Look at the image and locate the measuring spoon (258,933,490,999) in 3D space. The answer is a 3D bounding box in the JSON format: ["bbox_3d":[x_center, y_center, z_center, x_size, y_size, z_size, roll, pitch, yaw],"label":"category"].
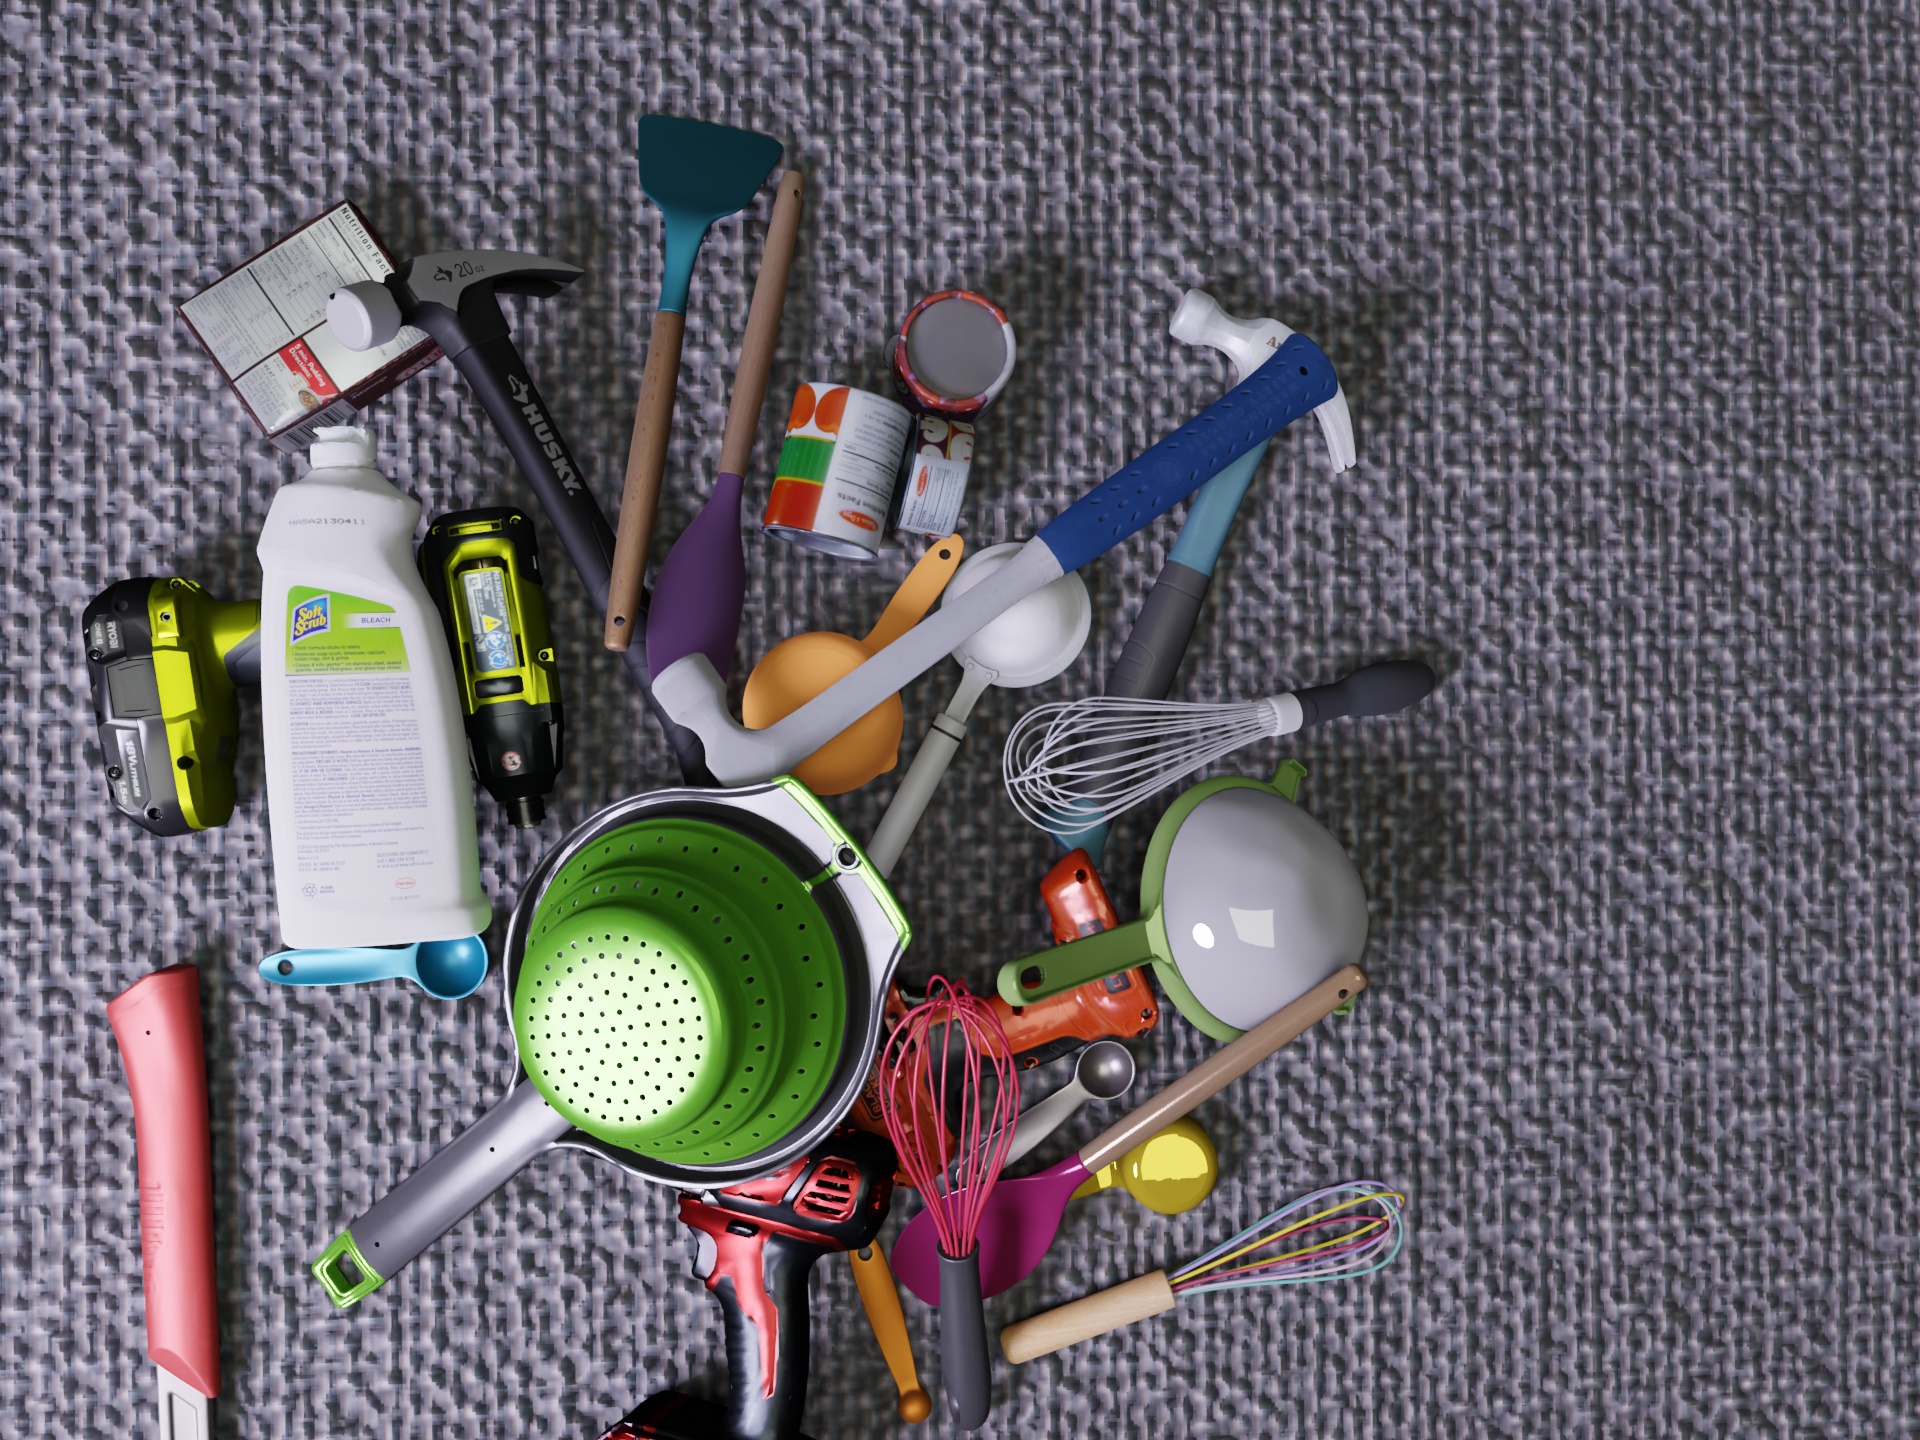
[{"bbox_3d":[-0.320,0.133,0.877,0.128,0.021,0.042,-3,89,3],"label":"measuring spoon"}]

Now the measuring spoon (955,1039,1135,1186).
[{"bbox_3d":[0.047,0.226,0.914,0.124,0.018,0.034,-38,95,1],"label":"measuring spoon"}]

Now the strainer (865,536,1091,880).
[{"bbox_3d":[-0.001,-0.003,0.900,0.087,0.050,0.258,28,89,11],"label":"strainer"}]

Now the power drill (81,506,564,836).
[{"bbox_3d":[-0.328,-0.014,0.847,0.223,0.080,0.171,-9,90,-9],"label":"power drill"}]

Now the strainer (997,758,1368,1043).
[{"bbox_3d":[0.134,0.108,0.835,0.256,0.069,0.151,-10,87,-39],"label":"strainer"}]

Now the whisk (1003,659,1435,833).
[{"bbox_3d":[0.151,0.004,0.883,0.284,0.070,0.070,-13,90,-23],"label":"whisk"}]

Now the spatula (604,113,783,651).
[{"bbox_3d":[-0.158,-0.190,0.860,0.082,0.044,0.317,9,80,-8],"label":"spatula"}]

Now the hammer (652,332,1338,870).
[{"bbox_3d":[0.042,-0.077,0.854,0.405,0.035,0.144,-36,86,-11],"label":"hammer"}]

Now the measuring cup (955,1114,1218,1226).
[{"bbox_3d":[0.072,0.265,0.904,0.156,0.029,0.062,-13,90,-8],"label":"measuring cup"}]

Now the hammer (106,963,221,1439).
[{"bbox_3d":[-0.407,0.311,0.851,0.149,0.037,0.359,-3,89,-6],"label":"hammer"}]

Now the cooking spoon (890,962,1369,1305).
[{"bbox_3d":[0.089,0.226,0.864,0.319,0.017,0.068,-39,100,16],"label":"cooking spoon"}]

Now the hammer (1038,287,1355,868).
[{"bbox_3d":[0.125,-0.075,0.917,0.128,0.033,0.331,24,87,-4],"label":"hammer"}]

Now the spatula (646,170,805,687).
[{"bbox_3d":[-0.123,-0.159,0.877,0.059,0.018,0.316,21,75,-43],"label":"spatula"}]

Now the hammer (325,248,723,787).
[{"bbox_3d":[-0.195,-0.096,0.859,0.146,0.035,0.334,-40,107,-49],"label":"hammer"}]

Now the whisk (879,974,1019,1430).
[{"bbox_3d":[-0.002,0.264,0.842,0.073,0.073,0.295,-5,114,-6],"label":"whisk"}]

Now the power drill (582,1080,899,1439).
[{"bbox_3d":[-0.143,0.309,0.850,0.188,0.080,0.227,11,87,14],"label":"power drill"}]

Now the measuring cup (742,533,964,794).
[{"bbox_3d":[-0.052,-0.039,0.880,0.095,0.052,0.173,35,84,7],"label":"measuring cup"}]

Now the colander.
[{"bbox_3d":[-0.207,0.188,0.790,0.397,0.094,0.204,-40,83,14],"label":"colander"}]

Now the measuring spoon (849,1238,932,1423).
[{"bbox_3d":[-0.041,0.343,0.900,0.021,0.011,0.117,-18,91,-6],"label":"measuring spoon"}]

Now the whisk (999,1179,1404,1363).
[{"bbox_3d":[0.141,0.319,0.908,0.245,0.047,0.051,-20,79,-2],"label":"whisk"}]
